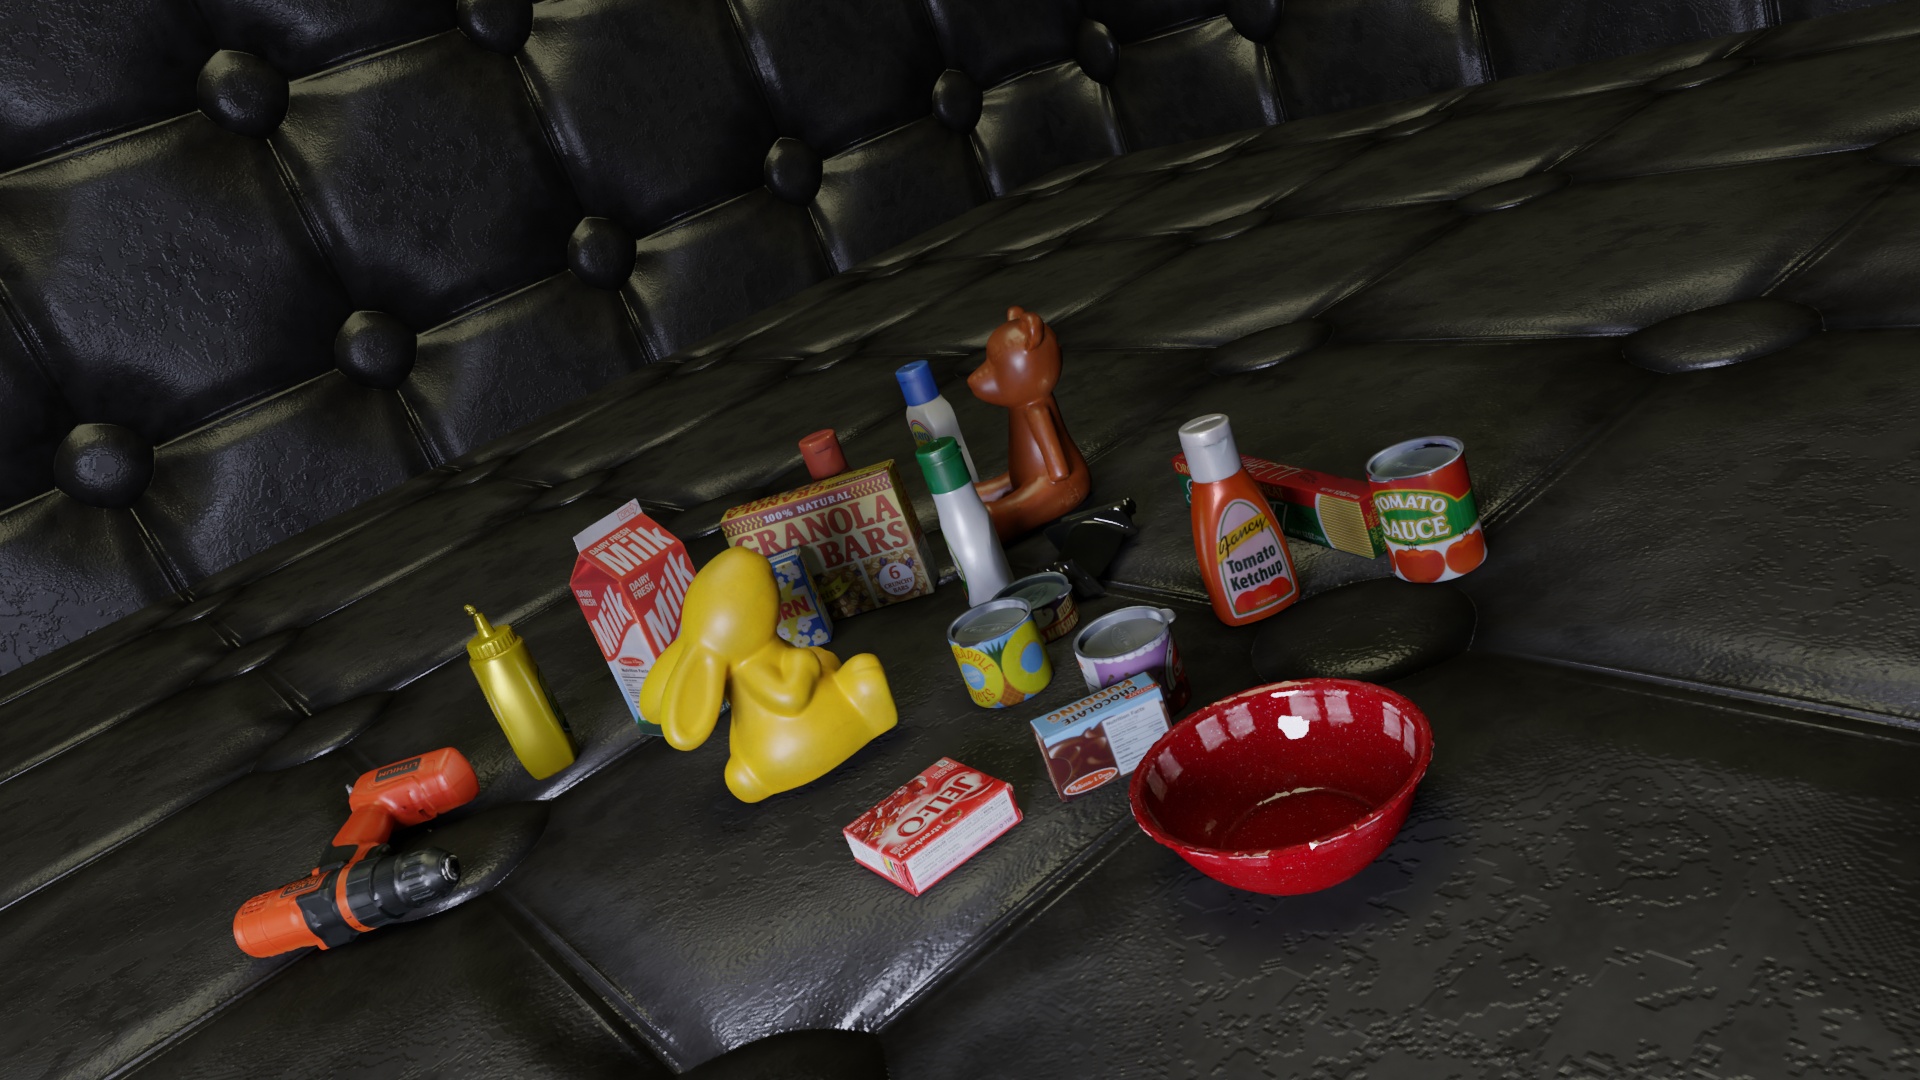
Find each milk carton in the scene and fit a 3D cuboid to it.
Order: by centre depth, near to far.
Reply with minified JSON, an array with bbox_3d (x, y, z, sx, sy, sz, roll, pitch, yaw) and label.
[{"bbox_3d":[-0.257,0.065,1.157,0.073,0.190,0.073,-3,26,41],"label":"milk carton"}]

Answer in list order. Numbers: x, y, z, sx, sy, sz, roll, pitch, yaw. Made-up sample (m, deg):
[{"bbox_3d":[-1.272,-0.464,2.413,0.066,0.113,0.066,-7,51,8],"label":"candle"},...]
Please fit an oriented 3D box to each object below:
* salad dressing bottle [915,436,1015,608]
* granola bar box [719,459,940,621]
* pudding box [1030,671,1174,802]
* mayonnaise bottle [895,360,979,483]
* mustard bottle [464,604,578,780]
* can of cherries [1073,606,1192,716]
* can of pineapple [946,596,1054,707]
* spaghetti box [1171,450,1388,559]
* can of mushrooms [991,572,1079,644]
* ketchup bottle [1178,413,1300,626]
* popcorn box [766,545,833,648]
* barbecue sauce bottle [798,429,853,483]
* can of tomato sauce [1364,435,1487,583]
[{"bbox_3d":[0.004,-0.015,1.168,0.044,0.147,0.064,-19,20,7],"label":"salad dressing bottle"},{"bbox_3d":[-0.118,0.009,1.262,0.165,0.123,0.039,-17,20,12],"label":"granola bar box"},{"bbox_3d":[0.091,0.123,0.871,0.084,0.049,0.030,-23,20,-6],"label":"pudding box"},{"bbox_3d":[-0.026,-0.114,1.456,0.041,0.147,0.065,-31,22,-25],"label":"mayonnaise bottle"},{"bbox_3d":[-0.375,0.122,1.169,0.049,0.159,0.065,-26,20,-12],"label":"mustard bottle"},{"bbox_3d":[0.118,0.085,0.930,0.071,0.058,0.072,-18,20,7],"label":"can of cherries"},{"bbox_3d":[0.029,0.083,1.023,0.071,0.057,0.071,-18,20,7],"label":"can of pineapple"},{"bbox_3d":[0.254,-0.035,1.119,0.029,0.050,0.250,-28,21,-18],"label":"spaghetti box"},{"bbox_3d":[0.061,0.055,1.099,0.071,0.033,0.071,-18,20,7],"label":"can of mushrooms"},{"bbox_3d":[0.192,-0.016,0.985,0.065,0.148,0.043,-23,20,-5],"label":"ketchup bottle"},{"bbox_3d":[-0.187,0.067,1.236,0.127,0.085,0.038,-20,20,2],"label":"popcorn box"},{"bbox_3d":[-0.111,-0.033,1.327,0.065,0.148,0.044,-24,20,-7],"label":"barbecue sauce bottle"},{"bbox_3d":[0.323,-0.021,0.964,0.071,0.083,0.071,-18,20,7],"label":"can of tomato sauce"}]
